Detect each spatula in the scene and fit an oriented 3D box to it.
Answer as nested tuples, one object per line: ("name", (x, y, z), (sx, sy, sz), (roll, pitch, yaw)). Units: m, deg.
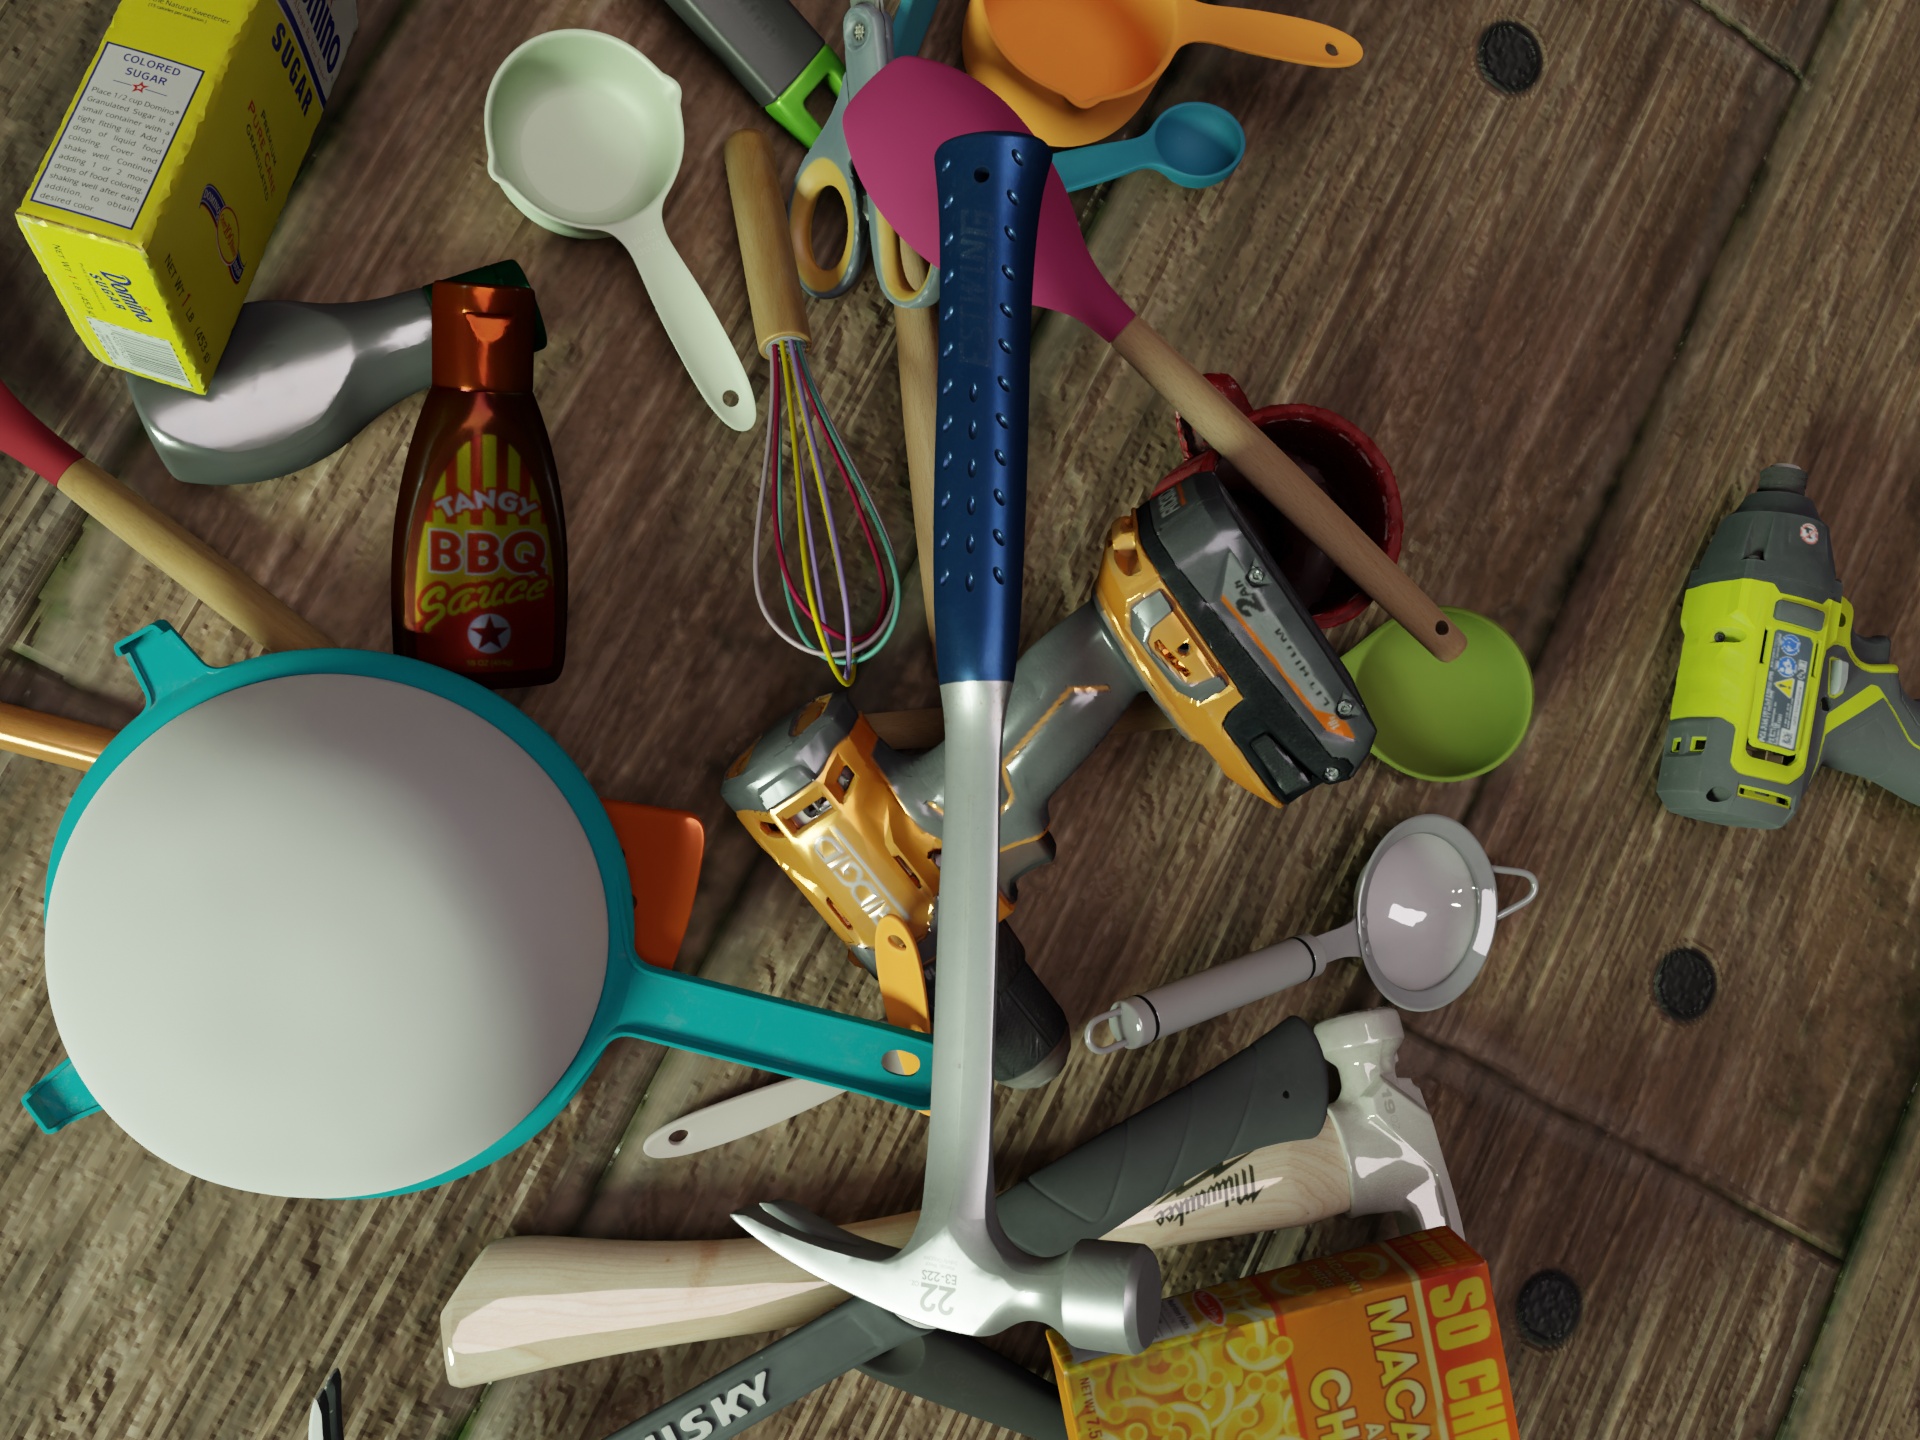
("spatula", (-0.009, -0.178, 0.664), (0.044, 0.082, 0.317), (-5, 94, -1))
("spatula", (-0.259, 0.030, 0.595), (0.322, 0.041, 0.081), (16, 97, -12))

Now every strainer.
("strainer", (-0.163, 0.101, 0.557), (0.340, 0.095, 0.211), (15, 98, -6))
("strainer", (0.147, 0.095, 0.665), (0.258, 0.050, 0.087), (-12, 96, -37))

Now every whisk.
("whisk", (0.075, 0.307, 0.663), (0.295, 0.073, 0.073), (27, 81, -5))
("whisk", (-0.065, -0.129, 0.622), (0.047, 0.051, 0.245), (9, 63, -48))

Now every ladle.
("ladle", (0.092, -0.004, 0.680), (0.320, 0.062, 0.078), (-4, 95, -12))
("ladle", (-0.311, -0.075, 0.595), (0.315, 0.031, 0.069), (39, 80, -11))

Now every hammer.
("hammer", (0.007, 0.219, 0.640), (0.410, 0.038, 0.146), (-7, 71, -13))
("hammer", (-0.001, -0.002, 0.547), (0.144, 0.035, 0.405), (-1, 83, 22))
("hammer", (-0.041, 0.221, 0.589), (0.409, 0.036, 0.149), (-28, 93, -9))

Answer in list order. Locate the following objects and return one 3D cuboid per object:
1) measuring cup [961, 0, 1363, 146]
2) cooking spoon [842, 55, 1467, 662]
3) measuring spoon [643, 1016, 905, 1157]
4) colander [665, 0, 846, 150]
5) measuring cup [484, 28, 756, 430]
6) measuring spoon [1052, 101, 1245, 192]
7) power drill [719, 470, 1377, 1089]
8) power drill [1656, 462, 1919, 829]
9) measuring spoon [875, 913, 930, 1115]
("measuring cup", (0.085, -0.288, 0.687), (0.173, 0.052, 0.095), (2, 78, -15))
("cooking spoon", (0.082, -0.134, 0.616), (0.319, 0.017, 0.069), (43, 80, -7))
("measuring spoon", (-0.071, 0.150, 0.653), (0.124, 0.018, 0.034), (-19, 124, -9))
("colander", (-0.192, -0.371, 0.616), (0.396, 0.094, 0.204), (43, 78, -27))
("measuring cup", (-0.130, -0.192, 0.643), (0.083, 0.038, 0.167), (-31, 104, -13))
("measuring spoon", (0.063, -0.241, 0.704), (0.128, 0.021, 0.042), (-15, 70, -6))
("power drill", (0.046, 0.034, 0.620), (0.226, 0.084, 0.185), (-33, 105, 15))
("power drill", (0.454, -0.018, 0.763), (0.223, 0.080, 0.171), (14, 85, -10))
("measuring spoon", (-0.018, 0.116, 0.626), (0.011, 0.021, 0.116), (-50, 145, -41))
